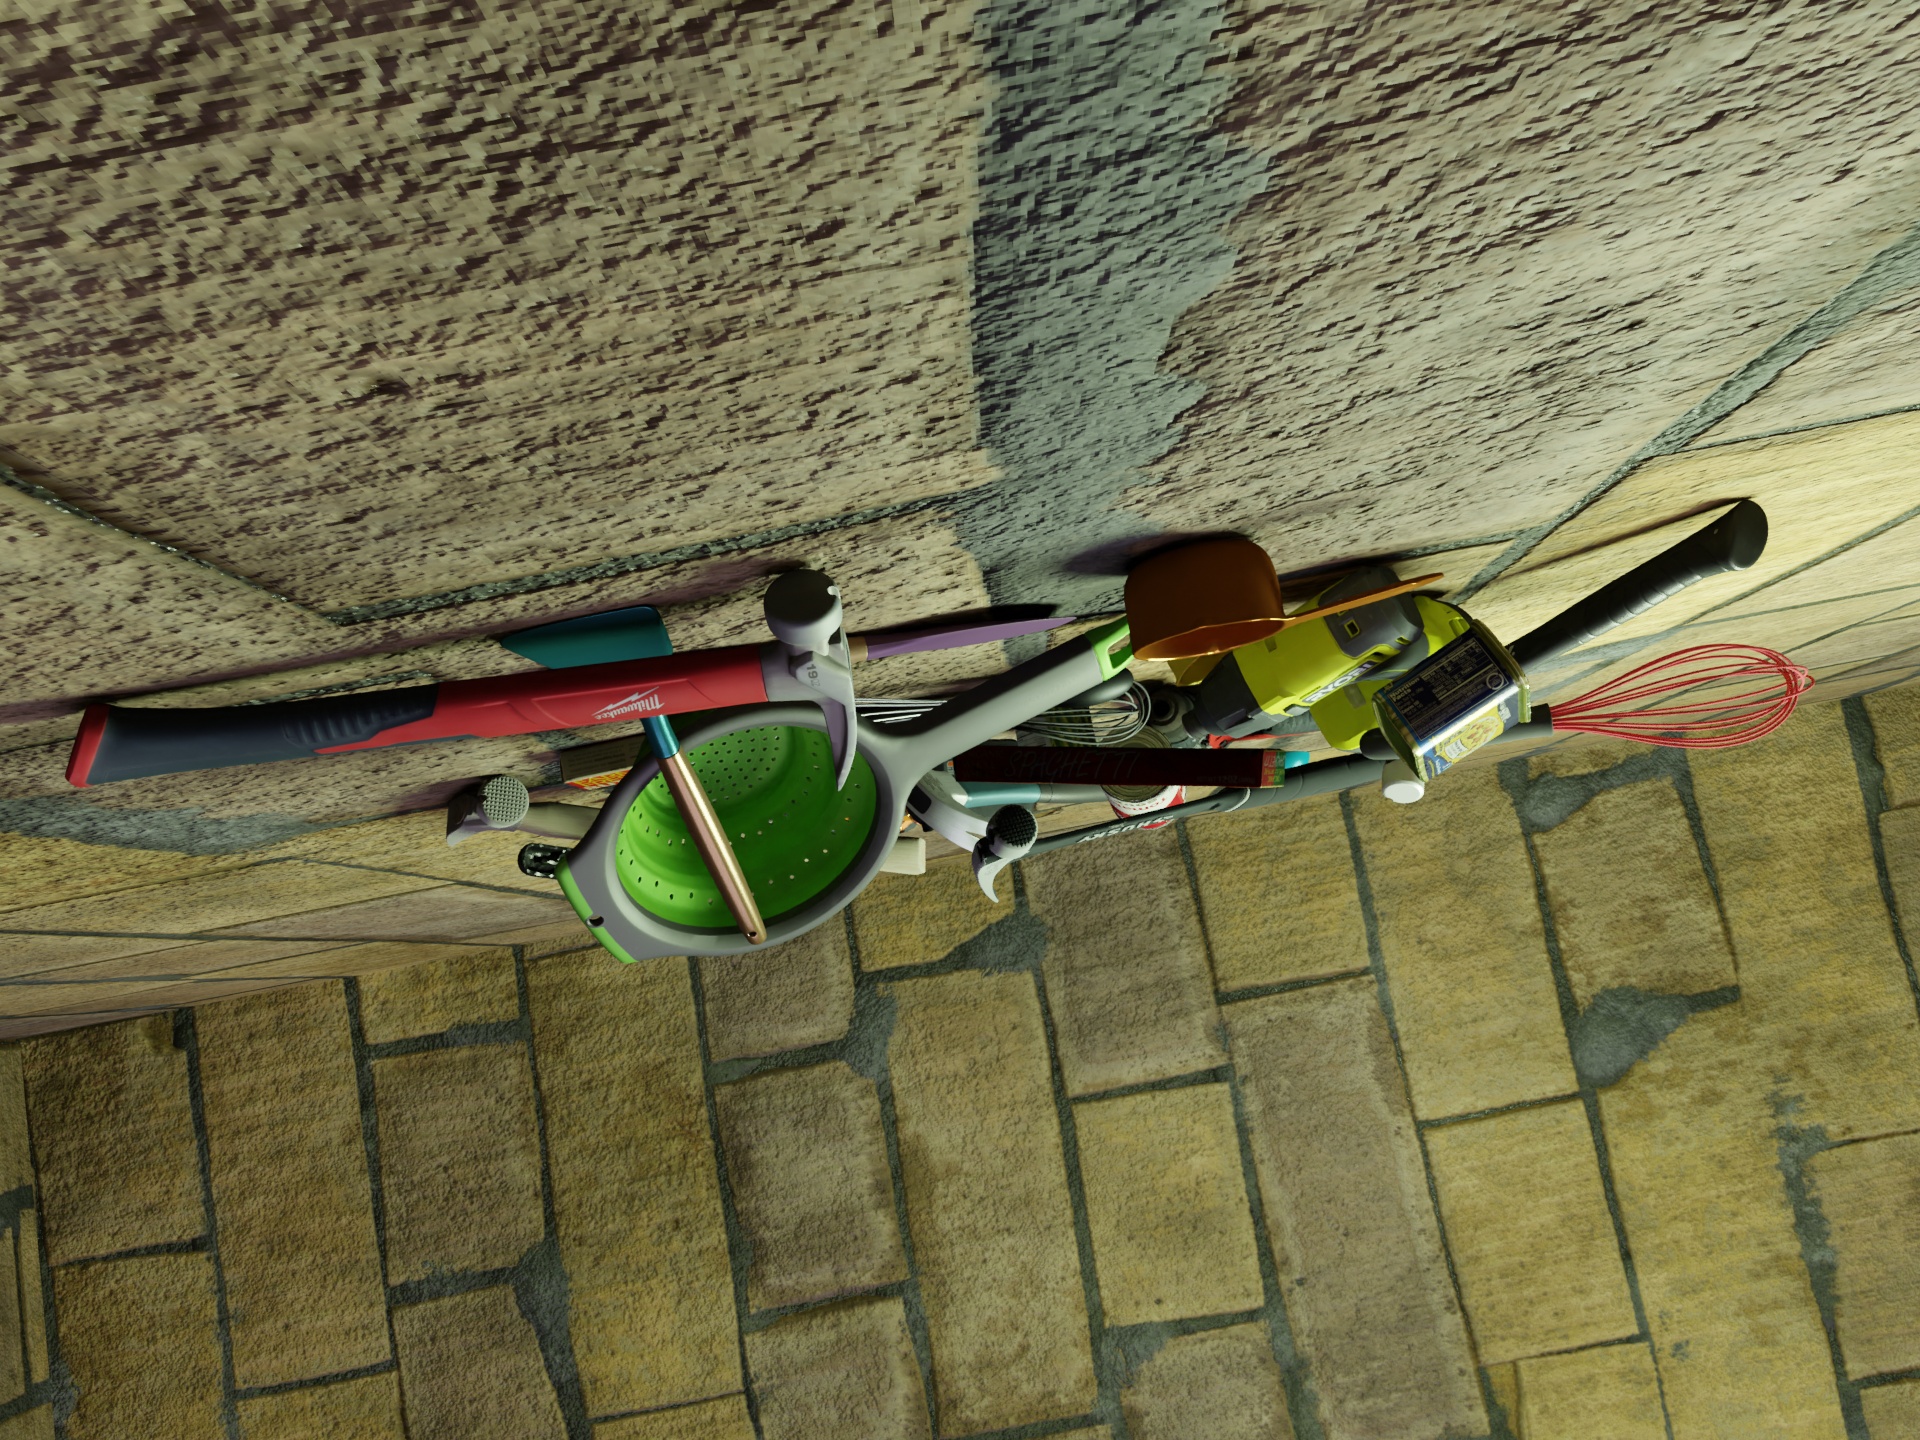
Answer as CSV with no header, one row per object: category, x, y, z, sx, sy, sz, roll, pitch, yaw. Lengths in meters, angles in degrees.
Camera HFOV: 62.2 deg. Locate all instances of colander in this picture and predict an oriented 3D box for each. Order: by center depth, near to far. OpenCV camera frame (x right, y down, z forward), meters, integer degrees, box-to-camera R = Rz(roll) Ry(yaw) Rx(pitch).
colander,-0.073,0.011,1.031,0.397,0.095,0.204,-27,134,-5

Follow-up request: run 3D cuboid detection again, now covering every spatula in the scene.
spatula,-0.163,0.042,0.913,0.082,0.044,0.317,-12,135,5
spatula,-0.080,-0.039,0.931,0.316,0.018,0.060,-9,178,-17

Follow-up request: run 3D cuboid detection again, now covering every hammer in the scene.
hammer,-0.246,0.004,0.807,0.386,0.038,0.143,-7,142,-2
hammer,0.429,-0.064,1.149,0.035,0.146,0.334,27,144,-18
hammer,0.198,0.069,1.270,0.409,0.036,0.149,-12,159,-18
hammer,-0.217,0.098,1.334,0.410,0.038,0.146,9,164,-30
hammer,0.068,0.058,1.386,0.330,0.128,0.033,0,132,-49

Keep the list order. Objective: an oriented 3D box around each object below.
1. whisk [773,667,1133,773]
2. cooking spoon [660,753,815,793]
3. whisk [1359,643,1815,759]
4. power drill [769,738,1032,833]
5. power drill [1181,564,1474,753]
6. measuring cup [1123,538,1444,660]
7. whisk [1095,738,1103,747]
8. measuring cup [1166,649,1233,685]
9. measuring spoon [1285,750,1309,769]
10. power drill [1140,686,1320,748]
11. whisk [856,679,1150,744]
whisk,-0.002,-0.005,1.148,0.284,0.070,0.070,-13,172,-19
cooking spoon,-0.187,0.044,1.326,0.319,0.017,0.068,-16,179,36
whisk,0.424,-0.003,1.090,0.296,0.073,0.073,-9,172,14
power drill,-0.069,0.070,1.465,0.185,0.084,0.226,0,171,-42
power drill,0.265,-0.033,1.112,0.171,0.080,0.223,-35,158,30
measuring cup,0.175,-0.079,0.882,0.173,0.052,0.095,-14,171,13
whisk,0.128,0.028,1.522,0.058,0.059,0.246,-27,160,27
measuring cup,0.152,-0.065,1.029,0.062,0.029,0.156,-32,157,4
measuring spoon,0.250,0.047,1.401,0.042,0.021,0.128,7,165,-44
power drill,0.267,-0.009,1.366,0.227,0.080,0.187,-9,169,16
whisk,0.030,-0.005,1.209,0.239,0.055,0.055,-3,170,-13
